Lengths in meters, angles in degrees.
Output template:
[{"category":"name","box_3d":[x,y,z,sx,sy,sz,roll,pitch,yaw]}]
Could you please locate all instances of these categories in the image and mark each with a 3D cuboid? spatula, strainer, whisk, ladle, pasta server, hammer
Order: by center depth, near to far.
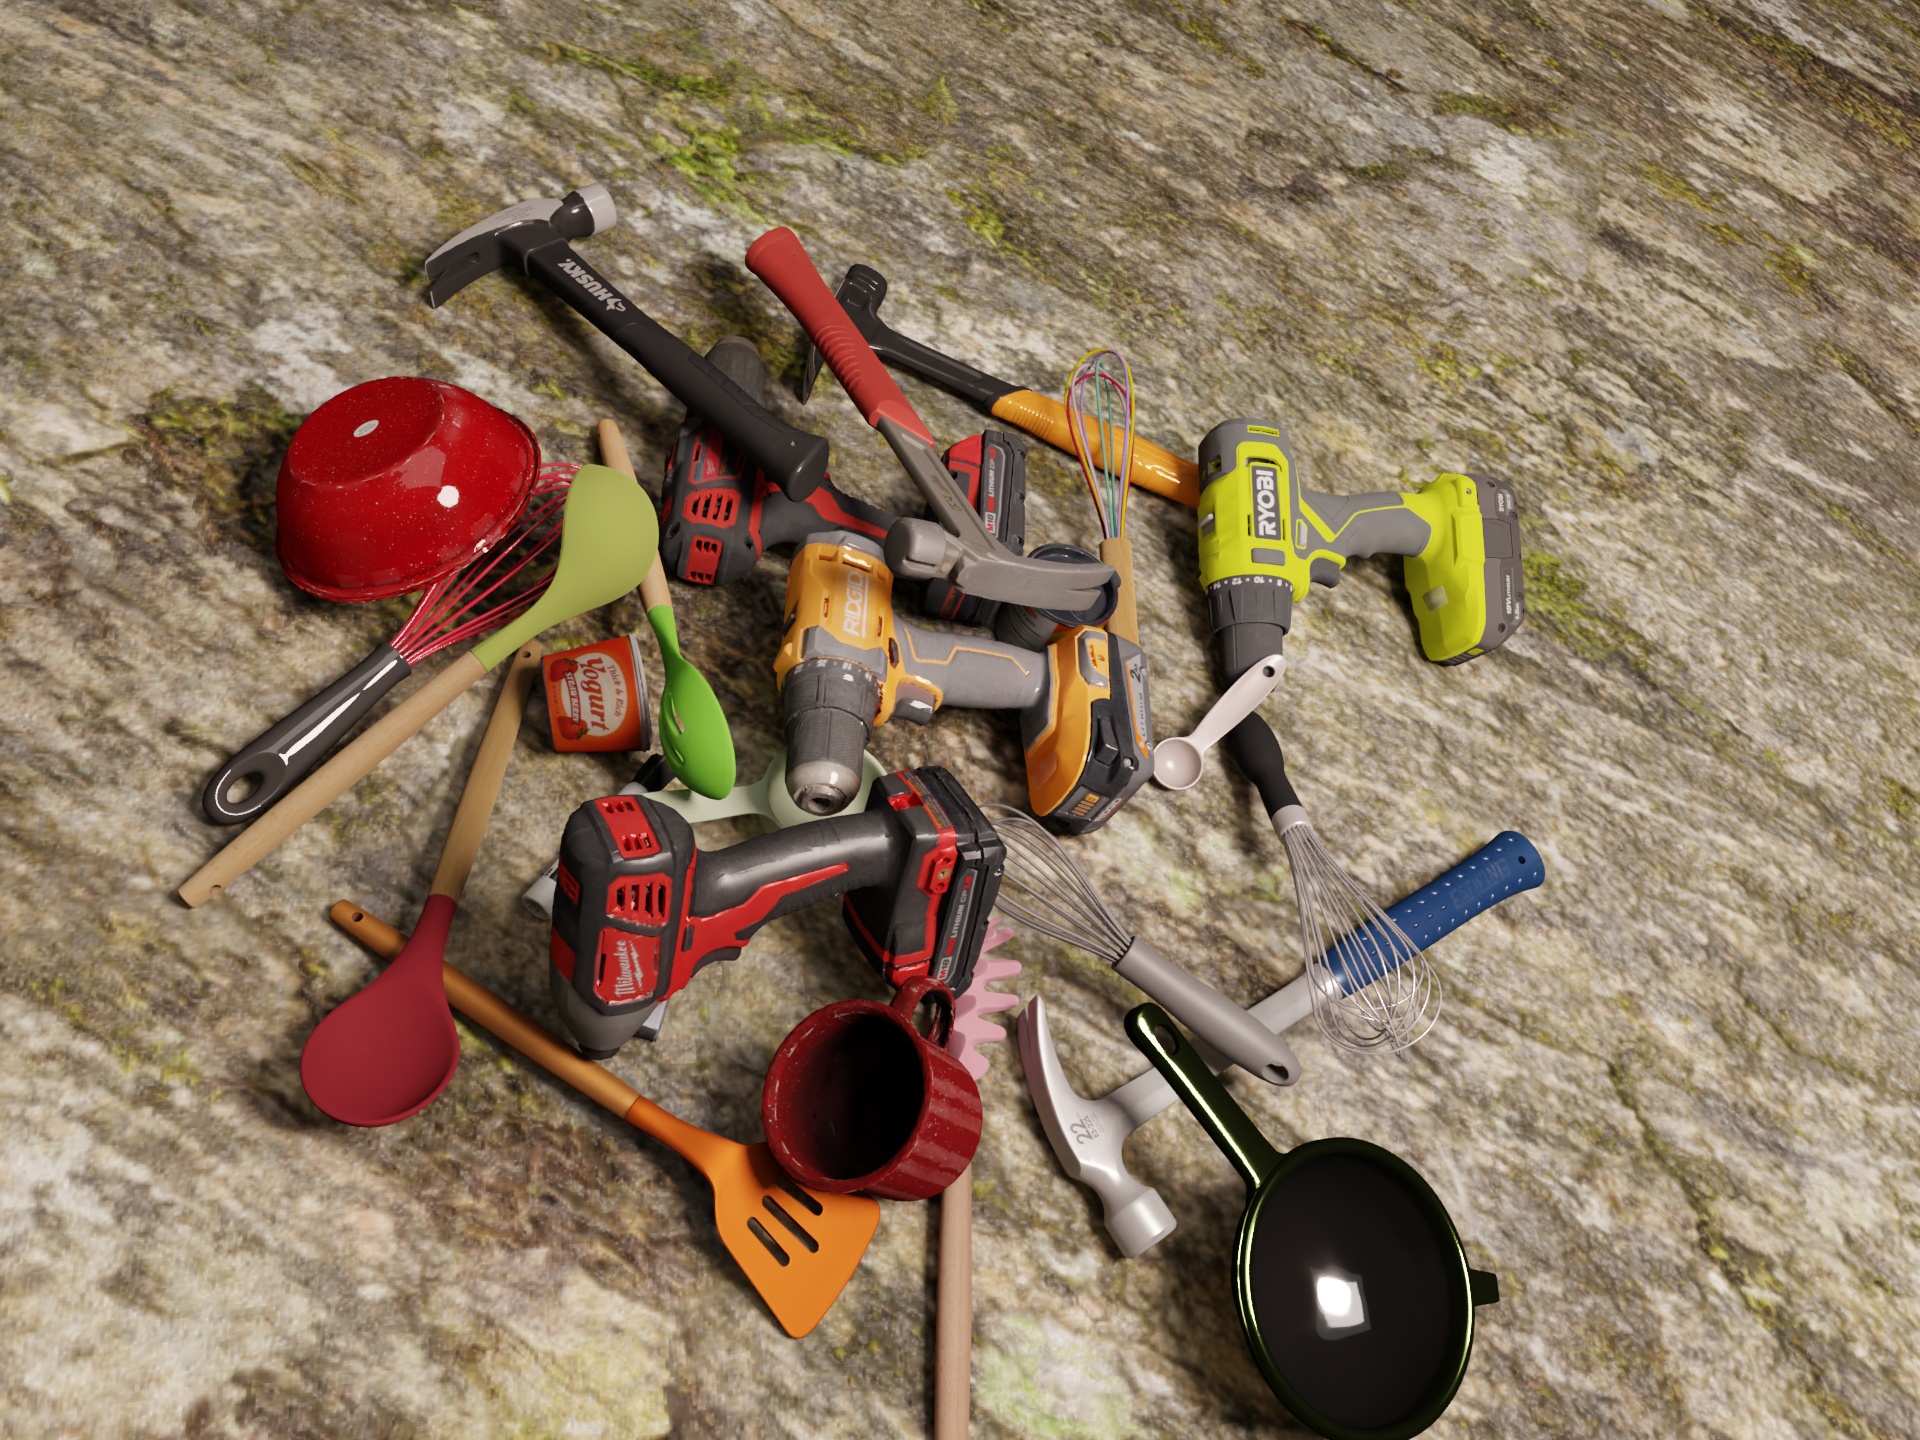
[{"category":"spatula","box_3d":[-0.187,0.186,0.805,0.322,0.041,0.081,32,54,6]},{"category":"pasta server","box_3d":[0.005,0.253,0.823,0.040,0.060,0.316,-8,59,15]},{"category":"ladle","box_3d":[-0.263,0.072,0.827,0.069,0.031,0.316,13,48,-8]},{"category":"strainer","box_3d":[0.159,0.259,0.840,0.151,0.069,0.256,-37,87,-34]},{"category":"ladle","box_3d":[-0.286,-0.021,0.850,0.062,0.078,0.320,38,70,24]},{"category":"whisk","box_3d":[0.094,0.127,0.885,0.239,0.055,0.055,37,54,-1]},{"category":"whisk","box_3d":[-0.302,-0.048,0.890,0.073,0.073,0.296,38,60,5]},{"category":"whisk","box_3d":[0.209,0.086,0.957,0.070,0.070,0.285,5,38,-17]},{"category":"hammer","box_3d":[0.211,0.157,0.960,0.405,0.035,0.144,-24,70,-31]},{"category":"hammer","box_3d":[-0.043,-0.198,0.985,0.149,0.036,0.359,5,40,-39]},{"category":"hammer","box_3d":[-0.201,-0.236,1.005,0.146,0.035,0.335,-32,59,-29]},{"category":"whisk","box_3d":[0.100,-0.140,1.081,0.047,0.051,0.245,-4,75,3]},{"category":"hammer","box_3d":[0.054,-0.215,1.137,0.337,0.034,0.127,23,53,-5]}]

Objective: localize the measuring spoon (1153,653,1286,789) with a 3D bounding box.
[{"category":"measuring spoon","box_3d":[0.169,0.000,1.036,0.124,0.018,0.034,-43,84,-17]}]

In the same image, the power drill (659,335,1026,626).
[{"category":"power drill","box_3d":[-0.076,-0.159,1.031,0.226,0.080,0.188,9,55,-11]}]

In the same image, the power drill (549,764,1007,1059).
[{"category":"power drill","box_3d":[-0.097,0.099,0.798,0.219,0.143,0.079,-5,35,-30]}]

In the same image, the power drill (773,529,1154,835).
[{"category":"power drill","box_3d":[-0.001,-0.003,0.929,0.226,0.084,0.186,19,47,-19]}]

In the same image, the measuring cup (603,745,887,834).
[{"category":"measuring cup","box_3d":[-0.122,0.053,0.903,0.167,0.038,0.083,-4,61,-20]}]

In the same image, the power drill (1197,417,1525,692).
[{"category":"power drill","box_3d":[0.273,-0.103,1.112,0.228,0.080,0.191,5,76,-17]}]

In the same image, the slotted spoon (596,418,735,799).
[{"category":"slotted spoon","box_3d":[-0.182,-0.078,0.933,0.031,0.070,0.314,-2,47,-24]}]
